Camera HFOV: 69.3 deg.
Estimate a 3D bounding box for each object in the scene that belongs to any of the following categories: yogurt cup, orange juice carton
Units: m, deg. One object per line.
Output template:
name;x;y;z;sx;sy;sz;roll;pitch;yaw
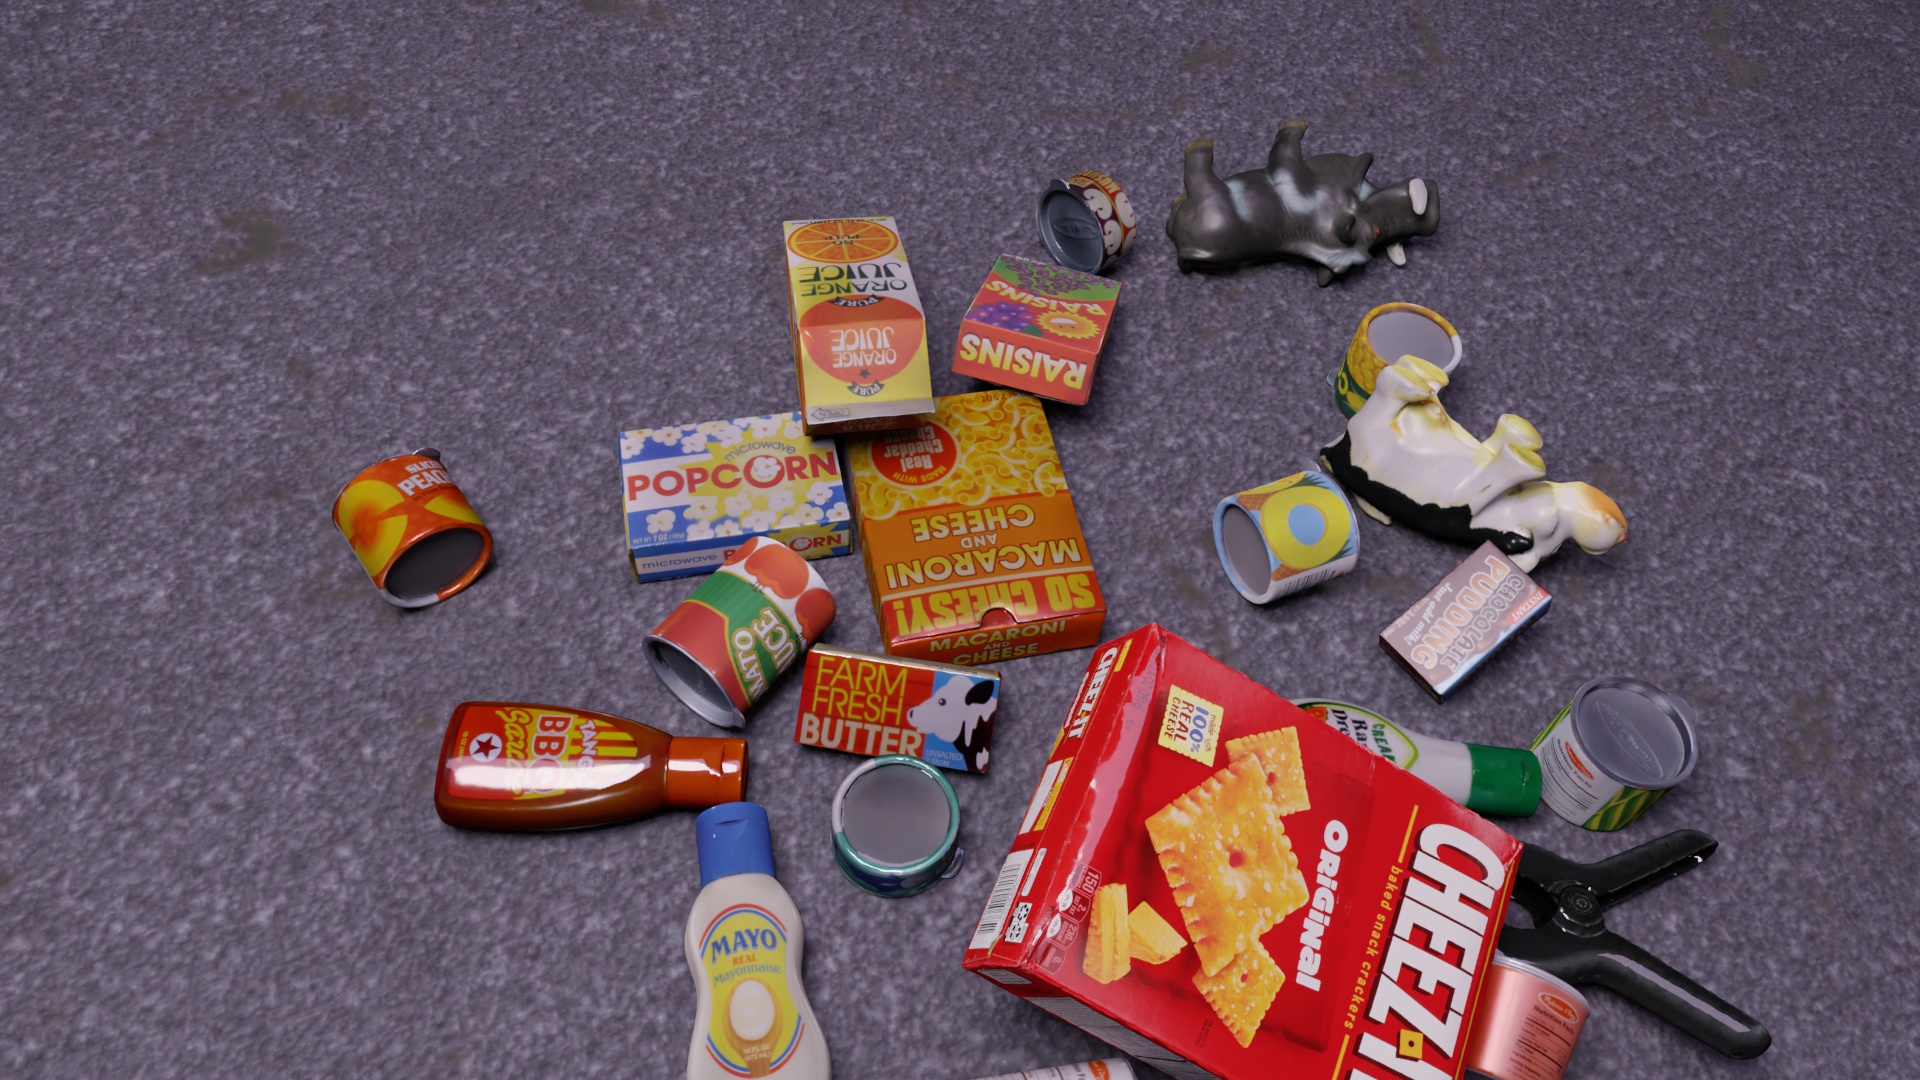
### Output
yogurt cup;0.254;0.232;0.653;0.072;0.072;0.054;23;65;11
orange juice carton;-0.063;-0.122;0.825;0.072;0.072;0.193;-5;36;-8

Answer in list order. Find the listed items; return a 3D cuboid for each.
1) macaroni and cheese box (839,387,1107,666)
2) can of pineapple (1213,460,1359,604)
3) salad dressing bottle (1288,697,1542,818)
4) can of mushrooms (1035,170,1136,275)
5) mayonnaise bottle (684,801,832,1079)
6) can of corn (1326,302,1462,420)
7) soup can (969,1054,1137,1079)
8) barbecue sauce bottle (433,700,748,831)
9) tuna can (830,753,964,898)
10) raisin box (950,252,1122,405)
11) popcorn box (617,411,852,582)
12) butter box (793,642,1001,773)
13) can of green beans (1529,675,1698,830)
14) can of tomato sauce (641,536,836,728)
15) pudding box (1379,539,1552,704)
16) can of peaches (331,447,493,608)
macaroni and cheese box;0.003;-0.010;0.810;0.124;0.040;0.167;-8;56;-10
can of pineapple;0.187;-0.004;0.806;0.058;0.070;0.071;-18;59;-16
salad dressing bottle;0.229;0.120;0.738;0.148;0.043;0.064;7;57;0
can of mushrooms;0.085;-0.217;0.941;0.033;0.070;0.071;-32;64;-25
mayonnaise bottle;-0.101;0.199;0.657;0.065;0.041;0.149;-8;57;-8
can of corn;0.278;-0.111;0.893;0.071;0.058;0.071;3;55;-4
soup can;0.037;0.269;0.608;0.084;0.071;0.071;-6;57;-8
barbecue sauce bottle;-0.184;0.116;0.705;0.149;0.043;0.065;3;55;-4
tuna can;-0.031;0.145;0.705;0.071;0.032;0.071;2;55;-3
raisin box;0.050;-0.135;0.874;0.086;0.039;0.124;16;32;5
popcorn box;-0.132;-0.028;0.811;0.127;0.038;0.085;-8;56;-10
butter box;-0.033;0.088;0.734;0.103;0.024;0.053;8;92;1
can of green beans;0.348;0.115;0.744;0.071;0.057;0.071;2;55;-3
can of tomato sauce;-0.116;0.049;0.743;0.071;0.070;0.083;33;59;17
pudding box;0.284;0.046;0.783;0.083;0.030;0.050;-41;65;3
can of peaches;-0.299;-0.007;0.763;0.071;0.071;0.058;-31;64;-23
